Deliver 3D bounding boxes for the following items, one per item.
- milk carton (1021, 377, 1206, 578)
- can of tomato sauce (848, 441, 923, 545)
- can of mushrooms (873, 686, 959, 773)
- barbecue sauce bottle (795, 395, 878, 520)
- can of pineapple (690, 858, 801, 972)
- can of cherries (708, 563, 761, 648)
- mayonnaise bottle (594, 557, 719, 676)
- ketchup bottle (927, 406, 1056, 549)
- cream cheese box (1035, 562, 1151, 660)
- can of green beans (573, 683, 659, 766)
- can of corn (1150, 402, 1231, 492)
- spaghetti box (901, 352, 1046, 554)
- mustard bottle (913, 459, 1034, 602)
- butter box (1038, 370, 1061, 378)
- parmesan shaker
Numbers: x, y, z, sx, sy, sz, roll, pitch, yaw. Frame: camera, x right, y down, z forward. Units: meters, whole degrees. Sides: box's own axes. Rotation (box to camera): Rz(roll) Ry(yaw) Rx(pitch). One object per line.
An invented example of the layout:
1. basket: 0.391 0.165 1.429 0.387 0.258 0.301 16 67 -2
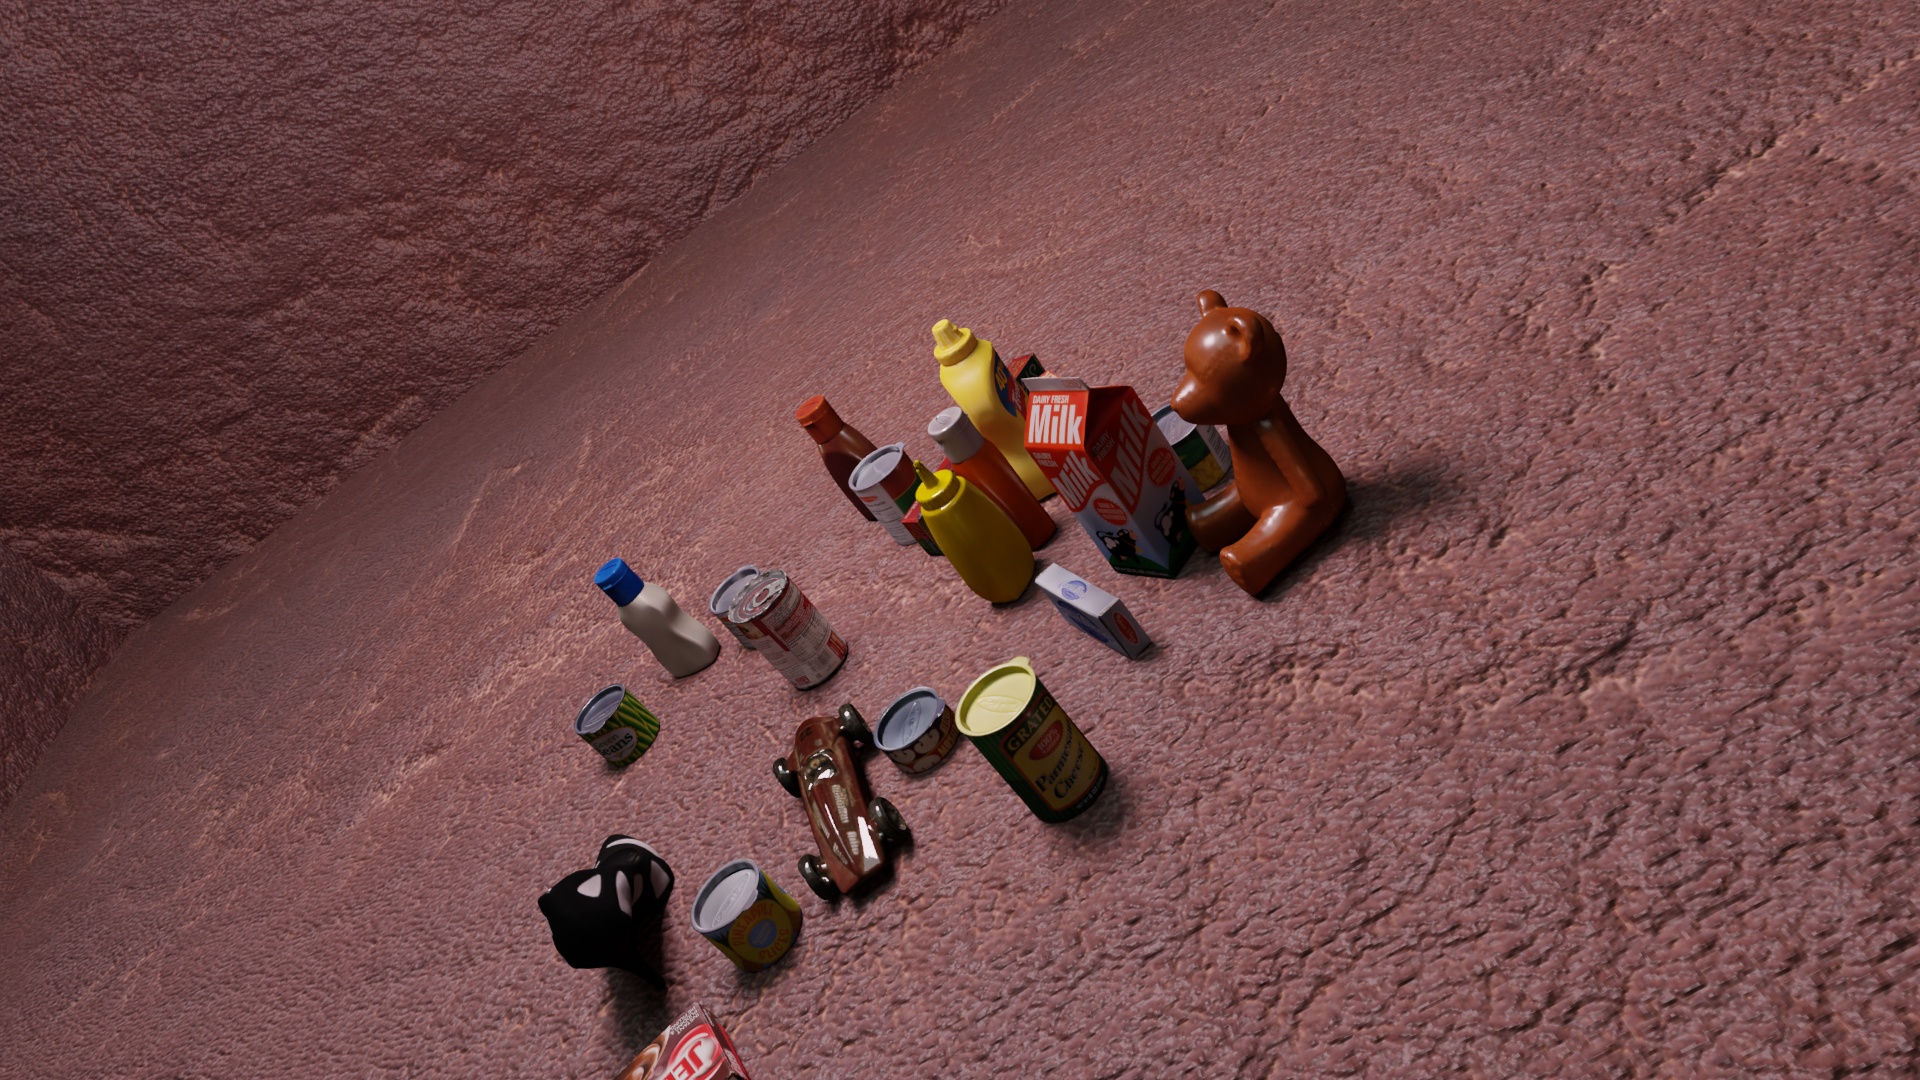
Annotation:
1. milk carton: 0.121 -0.061 1.115 0.072 0.190 0.074 5 51 52
2. can of tomato sauce: -0.062 -0.048 1.416 0.071 0.083 0.071 -28 30 18
3. can of mushrooms: -0.034 0.156 1.143 0.071 0.033 0.071 -28 30 18
4. barbecue sauce bottle: -0.116 -0.087 1.467 0.064 0.148 0.044 -17 35 35
5. can of pineapple: -0.164 0.290 1.071 0.071 0.057 0.071 -28 30 18
6. can of cherries: -0.217 0.068 1.451 0.071 0.058 0.072 -28 30 18
7. mayonnaise bottle: -0.322 0.080 1.460 0.064 0.147 0.041 -24 32 25
8. ketchup bottle: 0.027 -0.057 1.260 0.043 0.148 0.065 -46 29 -13
9. cream cheese box: 0.105 0.056 1.109 0.024 0.053 0.104 -44 29 -9
10. can of green beans: -0.353 0.191 1.430 0.071 0.057 0.071 -28 30 18
11. can of corn: 0.190 -0.079 1.199 0.071 0.058 0.071 -28 30 18
12. spaghetti box: 0.022 -0.091 1.418 0.028 0.050 0.251 -4 43 46
13. mustard bottle: 0.004 -0.015 1.213 0.048 0.160 0.065 -11 39 41
14. butter box: 0.111 -0.131 1.371 0.024 0.053 0.104 -40 29 -2
15. parmesan shaker: 0.053 0.142 0.990 0.071 0.103 0.072 -28 30 18
